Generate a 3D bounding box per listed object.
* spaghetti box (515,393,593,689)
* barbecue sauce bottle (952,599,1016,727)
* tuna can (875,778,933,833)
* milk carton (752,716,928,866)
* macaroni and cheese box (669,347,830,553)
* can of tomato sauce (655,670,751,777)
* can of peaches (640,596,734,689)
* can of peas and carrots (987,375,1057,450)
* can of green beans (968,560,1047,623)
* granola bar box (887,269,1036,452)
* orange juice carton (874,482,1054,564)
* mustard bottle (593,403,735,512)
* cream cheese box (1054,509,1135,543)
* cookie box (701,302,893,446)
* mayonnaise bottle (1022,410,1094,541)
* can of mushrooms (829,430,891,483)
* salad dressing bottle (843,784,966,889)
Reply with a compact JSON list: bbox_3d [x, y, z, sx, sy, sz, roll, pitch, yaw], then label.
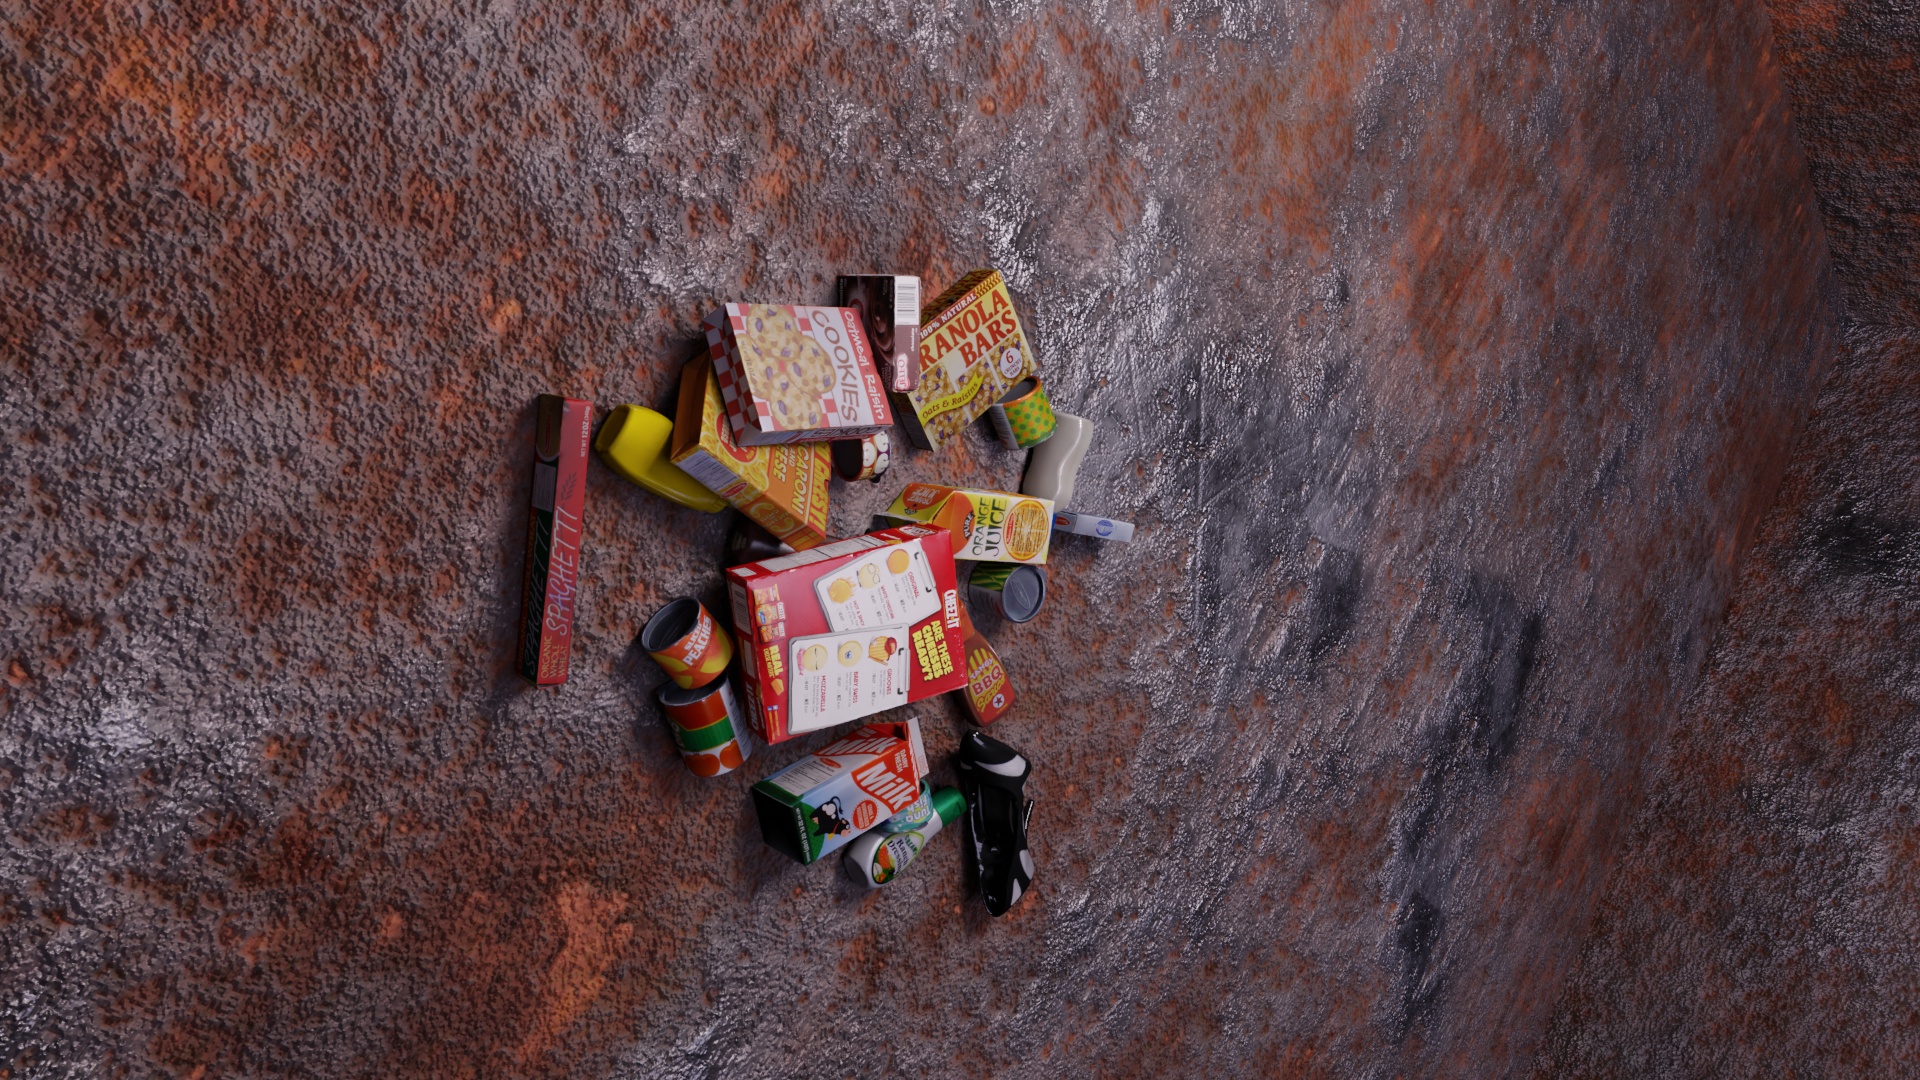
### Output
[{"bbox_3d":[-0.349,0.000,1.189,0.029,0.050,0.249,2,98,-40],"label":"spaghetti box"},{"bbox_3d":[0.011,0.133,1.535,0.065,0.043,0.148,-38,121,-27],"label":"barbecue sauce bottle"},{"bbox_3d":[-0.062,0.282,1.483,0.071,0.071,0.032,-23,113,-36],"label":"tuna can"},{"bbox_3d":[-0.111,0.251,1.432,0.191,0.073,0.072,-25,115,-36],"label":"milk carton"},{"bbox_3d":[-0.188,-0.082,1.277,0.166,0.040,0.124,39,36,-39],"label":"macaroni and cheese box"},{"bbox_3d":[-0.241,0.171,1.308,0.071,0.071,0.082,-31,118,-33],"label":"can of tomato sauce"},{"bbox_3d":[-0.250,0.095,1.281,0.071,0.071,0.058,-50,128,-22],"label":"can of peaches"},{"bbox_3d":[0.068,-0.141,1.513,0.071,0.071,0.058,-40,122,-28],"label":"can of peas and carrots"},{"bbox_3d":[0.052,0.055,1.545,0.071,0.058,0.071,-10,105,-39],"label":"can of green beans"},{"bbox_3d":[-0.005,-0.190,1.457,0.166,0.039,0.123,-41,124,-27],"label":"granola bar box"},{"bbox_3d":[0.005,-0.019,1.480,0.193,0.072,0.073,4,96,-42],"label":"orange juice carton"},{"bbox_3d":[-0.254,-0.063,1.259,0.160,0.049,0.065,37,76,-40],"label":"mustard bottle"},{"bbox_3d":[0.149,-0.018,1.619,0.104,0.053,0.024,9,96,-42],"label":"cream cheese box"},{"bbox_3d":[-0.146,-0.153,1.278,0.168,0.040,0.123,-8,78,-49],"label":"cookie box"},{"bbox_3d":[0.102,-0.070,1.563,0.041,0.065,0.148,11,96,-50],"label":"mayonnaise bottle"},{"bbox_3d":[-0.100,-0.090,1.376,0.033,0.071,0.071,-12,107,-39],"label":"can of mushrooms"},{"bbox_3d":[-0.058,0.320,1.513,0.148,0.044,0.064,-32,120,-33],"label":"salad dressing bottle"}]
